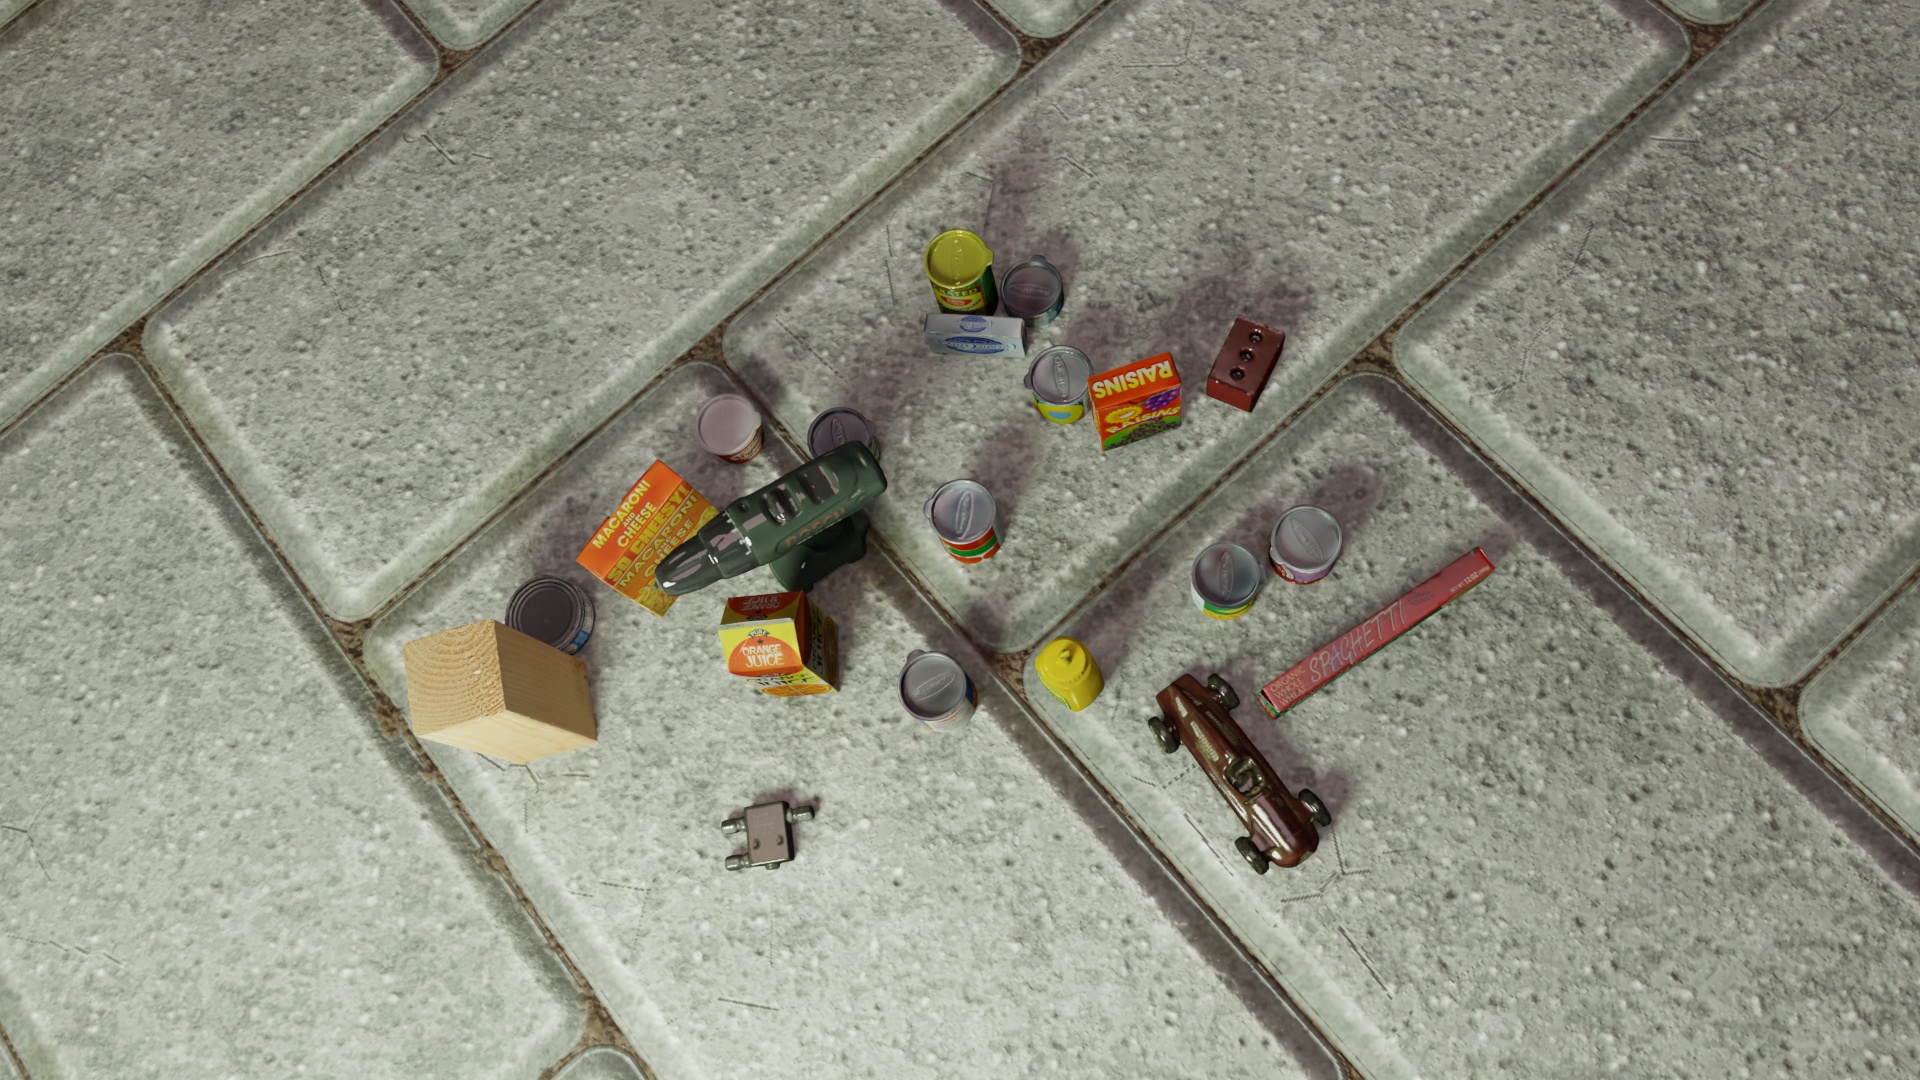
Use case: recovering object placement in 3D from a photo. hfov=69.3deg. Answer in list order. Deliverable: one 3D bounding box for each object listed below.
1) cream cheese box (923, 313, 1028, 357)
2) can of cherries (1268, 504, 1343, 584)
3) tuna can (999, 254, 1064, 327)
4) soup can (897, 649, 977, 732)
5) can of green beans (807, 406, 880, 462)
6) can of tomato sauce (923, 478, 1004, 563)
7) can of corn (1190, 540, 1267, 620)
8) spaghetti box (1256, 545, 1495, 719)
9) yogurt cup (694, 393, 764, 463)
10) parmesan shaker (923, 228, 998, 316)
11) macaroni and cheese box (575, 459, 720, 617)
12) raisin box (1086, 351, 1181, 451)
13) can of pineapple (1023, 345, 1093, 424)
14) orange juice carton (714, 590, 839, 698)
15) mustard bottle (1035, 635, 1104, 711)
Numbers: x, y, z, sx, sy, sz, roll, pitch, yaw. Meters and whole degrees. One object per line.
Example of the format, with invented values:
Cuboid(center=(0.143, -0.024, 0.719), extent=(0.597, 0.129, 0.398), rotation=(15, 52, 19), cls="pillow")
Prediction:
Cuboid(center=(0.017, -0.214, 1.452), extent=(0.104, 0.053, 0.024), rotation=(5, 75, 9), cls="cream cheese box")
Cuboid(center=(0.329, 0.006, 1.341), extent=(0.071, 0.058, 0.071), rotation=(-2, 74, 8), cls="can of cherries")
Cuboid(center=(0.077, -0.263, 1.469), extent=(0.071, 0.032, 0.071), rotation=(-2, 74, 8), cls="tuna can")
Cuboid(center=(-0.022, 0.144, 1.337), extent=(0.071, 0.083, 0.071), rotation=(-2, 74, 8), cls="soup can")
Cuboid(center=(-0.119, -0.097, 1.435), extent=(0.071, 0.057, 0.071), rotation=(-2, 74, 8), cls="can of green beans")
Cuboid(center=(0.005, -0.017, 1.381), extent=(0.071, 0.083, 0.071), rotation=(-2, 74, 8), cls="can of tomato sauce")
Cuboid(center=(0.258, 0.040, 1.341), extent=(0.071, 0.058, 0.071), rotation=(-2, 74, 8), cls="can of corn")
Cuboid(center=(0.390, 0.089, 1.312), extent=(0.250, 0.050, 0.029), rotation=(-33, 72, -2), cls="spaghetti box")
Cuboid(center=(-0.239, -0.114, 1.459), extent=(0.072, 0.054, 0.072), rotation=(-2, 74, 8), cls="yogurt cup")
Cuboid(center=(0.005, -0.270, 1.444), extent=(0.071, 0.103, 0.071), rotation=(-2, 74, 8), cls="parmesan shaker")
Cuboid(center=(-0.299, 0.001, 1.375), extent=(0.040, 0.166, 0.124), rotation=(35, 82, 16), cls="macaroni and cheese box")
Cuboid(center=(0.172, -0.135, 1.370), extent=(0.086, 0.123, 0.040), rotation=(-17, 73, 3), cls="raisin box")
Cuboid(center=(0.103, -0.159, 1.422), extent=(0.071, 0.057, 0.071), rotation=(-2, 74, 8), cls="can of pineapple")
Cuboid(center=(-0.170, 0.097, 1.315), extent=(0.072, 0.192, 0.073), rotation=(-5, 74, 7), cls="orange juice carton")
Cuboid(center=(0.098, 0.118, 1.287), extent=(0.049, 0.160, 0.065), rotation=(-44, 73, -5), cls="mustard bottle")
